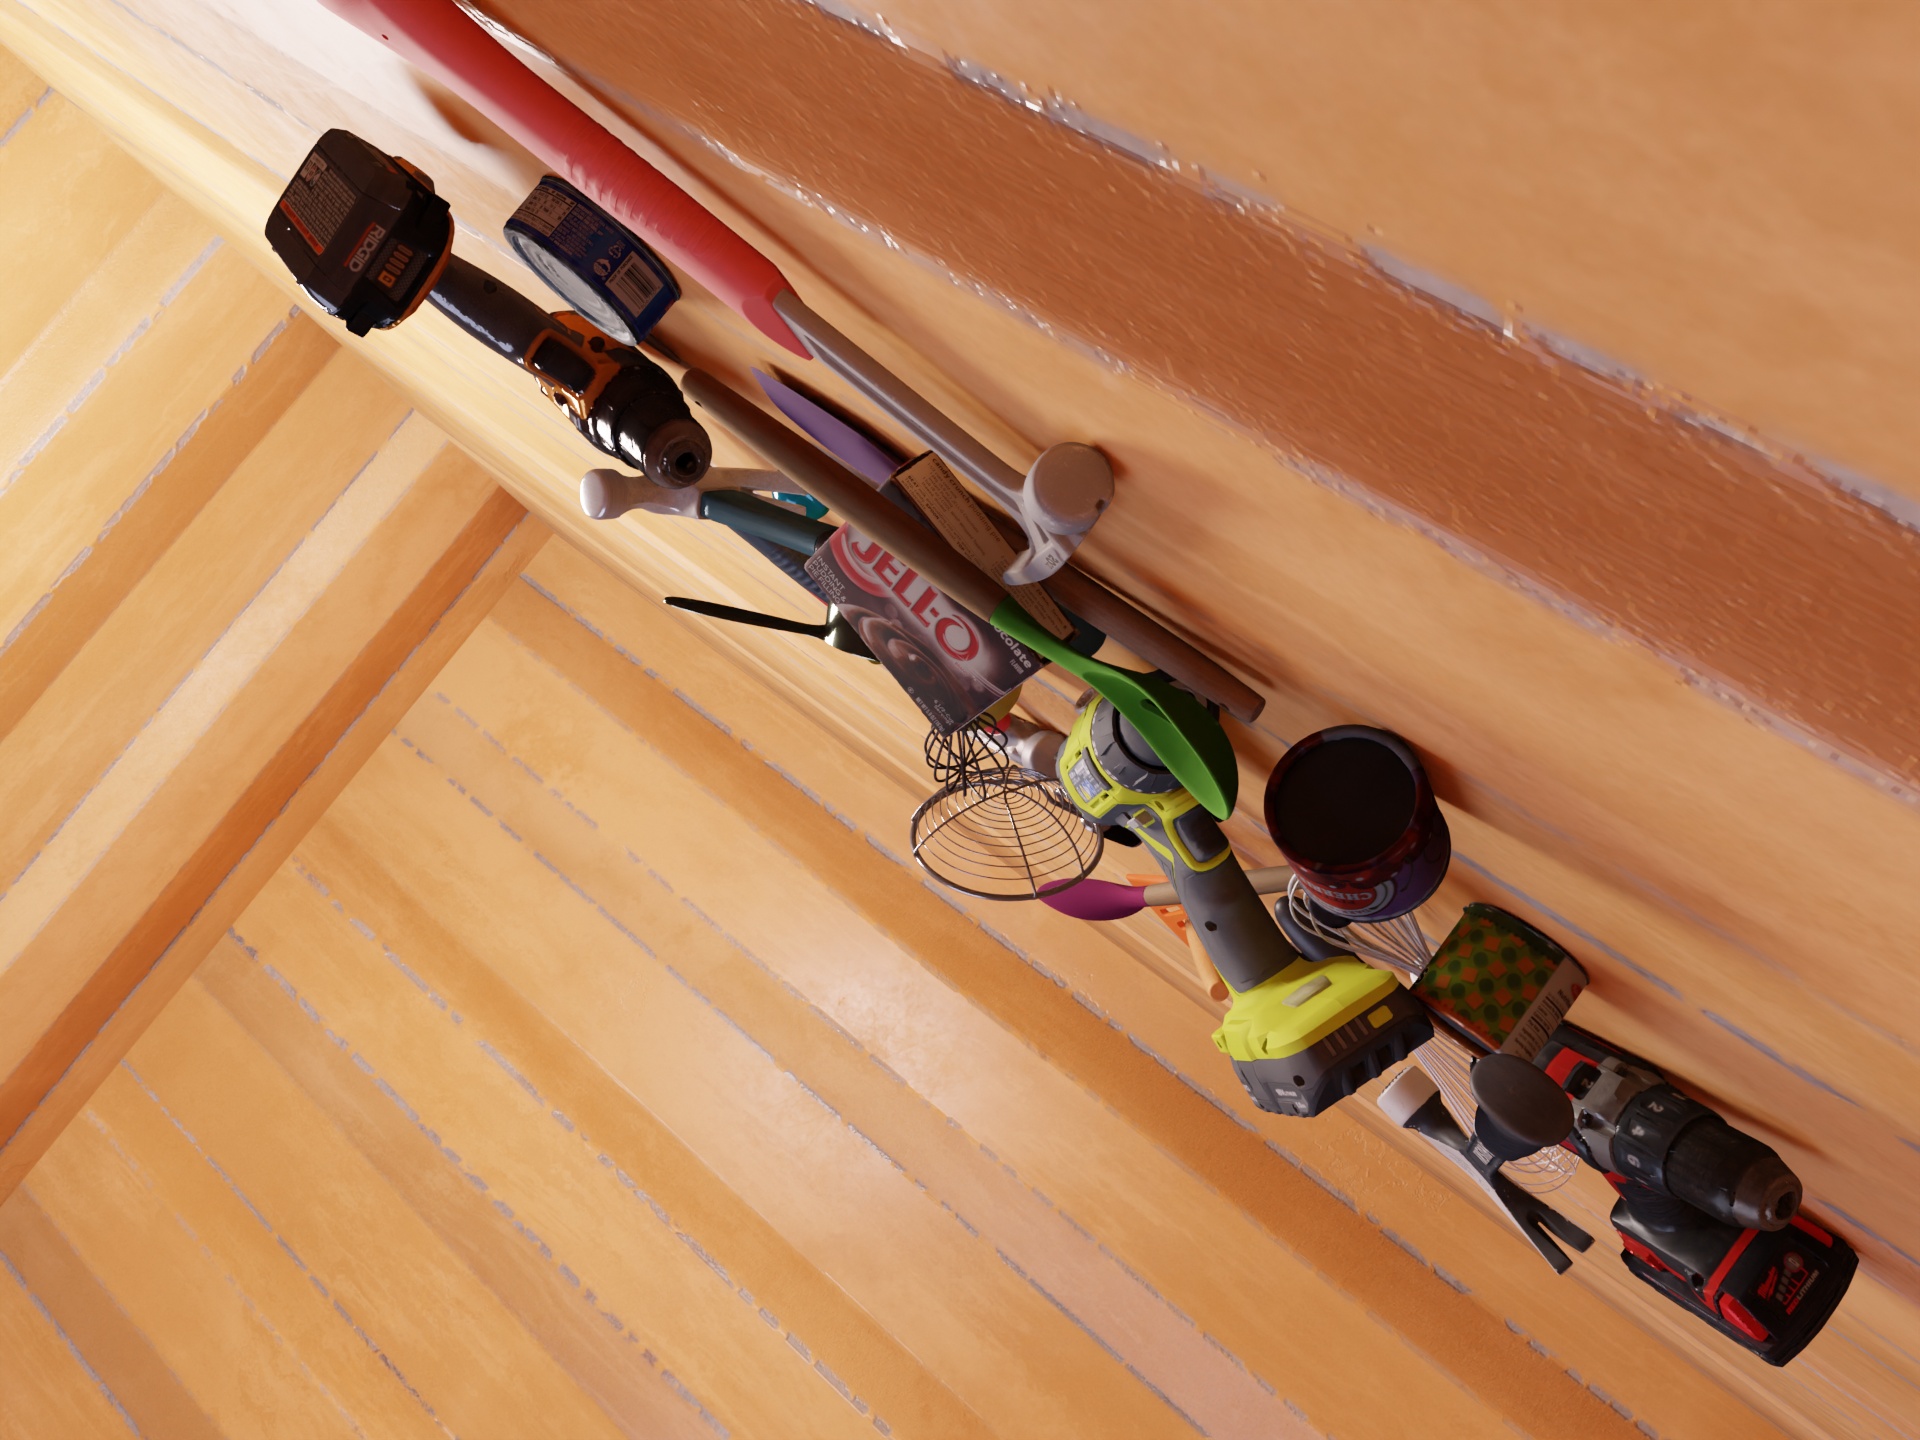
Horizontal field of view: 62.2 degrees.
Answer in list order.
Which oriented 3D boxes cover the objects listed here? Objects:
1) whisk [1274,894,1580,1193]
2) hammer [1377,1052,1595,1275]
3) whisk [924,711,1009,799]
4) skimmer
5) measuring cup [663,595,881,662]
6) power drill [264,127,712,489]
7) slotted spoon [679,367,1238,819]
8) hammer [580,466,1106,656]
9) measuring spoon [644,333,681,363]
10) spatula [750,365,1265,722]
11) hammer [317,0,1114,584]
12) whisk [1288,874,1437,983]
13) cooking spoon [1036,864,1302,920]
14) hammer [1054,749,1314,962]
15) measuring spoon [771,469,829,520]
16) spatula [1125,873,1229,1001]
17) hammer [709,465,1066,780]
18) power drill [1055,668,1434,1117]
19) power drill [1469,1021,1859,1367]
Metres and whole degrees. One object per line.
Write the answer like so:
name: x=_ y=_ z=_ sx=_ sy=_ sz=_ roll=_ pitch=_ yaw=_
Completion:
whisk: x=0.323 y=0.223 z=1.107 sx=0.284 sy=0.070 sz=0.070 roll=43 pitch=173 yaw=-2
hammer: x=0.284 y=0.224 z=0.835 sx=0.149 sy=0.036 sz=0.408 roll=45 pitch=177 yaw=23
whisk: x=-0.002 y=-0.002 z=0.910 sx=0.055 sy=0.055 sz=0.238 roll=36 pitch=169 yaw=14
skimmer: x=0.074 y=0.094 z=1.161 sx=0.127 sy=0.090 sz=0.363 roll=16 pitch=176 yaw=21
measuring cup: x=-0.082 y=-0.068 z=0.896 sx=0.167 sy=0.038 sz=0.083 roll=10 pitch=-162 yaw=-3
power drill: x=-0.244 y=-0.211 z=0.867 sx=0.226 sy=0.084 sz=0.186 roll=30 pitch=-170 yaw=-45
slotted spoon: x=-0.003 y=-0.064 z=0.686 sx=0.314 sy=0.031 sz=0.070 roll=37 pitch=170 yaw=13
hammer: x=-0.061 y=-0.092 z=0.869 sx=0.331 sy=0.033 sz=0.128 roll=24 pitch=-156 yaw=38
measuring spoon: x=-0.198 y=-0.239 z=0.889 sx=0.034 sy=0.018 sz=0.124 roll=32 pitch=178 yaw=45
spatula: x=0.014 y=-0.088 z=0.759 sx=0.316 sy=0.018 sz=0.059 roll=36 pitch=172 yaw=25
hammer: x=-0.095 y=-0.179 z=0.630 sx=0.359 sy=0.037 sz=0.149 roll=38 pitch=174 yaw=-4
whisk: x=0.265 y=0.140 z=0.914 sx=0.246 sy=0.058 sz=0.059 roll=38 pitch=-151 yaw=-34
cooking spoon: x=0.144 y=0.117 z=1.075 sx=0.068 sy=0.017 sz=0.319 roll=26 pitch=159 yaw=-21
hammer: x=0.183 y=0.121 z=1.145 sx=0.334 sy=0.035 sz=0.146 roll=44 pitch=-173 yaw=-24
measuring spoon: x=-0.085 y=-0.129 z=0.988 sx=0.042 sy=0.021 sz=0.129 roll=42 pitch=172 yaw=-34
spatula: x=0.161 y=0.156 z=1.124 sx=0.081 sy=0.041 sz=0.322 roll=48 pitch=-174 yaw=-1
hammer: x=-0.080 y=-0.083 z=1.163 sx=0.386 sy=0.038 sz=0.143 roll=39 pitch=176 yaw=-29
power drill: x=0.134 y=0.079 z=0.798 sx=0.228 sy=0.080 sz=0.190 roll=58 pitch=170 yaw=7
power drill: x=0.399 y=0.258 z=0.864 sx=0.226 sy=0.080 sz=0.188 roll=44 pitch=171 yaw=-26
